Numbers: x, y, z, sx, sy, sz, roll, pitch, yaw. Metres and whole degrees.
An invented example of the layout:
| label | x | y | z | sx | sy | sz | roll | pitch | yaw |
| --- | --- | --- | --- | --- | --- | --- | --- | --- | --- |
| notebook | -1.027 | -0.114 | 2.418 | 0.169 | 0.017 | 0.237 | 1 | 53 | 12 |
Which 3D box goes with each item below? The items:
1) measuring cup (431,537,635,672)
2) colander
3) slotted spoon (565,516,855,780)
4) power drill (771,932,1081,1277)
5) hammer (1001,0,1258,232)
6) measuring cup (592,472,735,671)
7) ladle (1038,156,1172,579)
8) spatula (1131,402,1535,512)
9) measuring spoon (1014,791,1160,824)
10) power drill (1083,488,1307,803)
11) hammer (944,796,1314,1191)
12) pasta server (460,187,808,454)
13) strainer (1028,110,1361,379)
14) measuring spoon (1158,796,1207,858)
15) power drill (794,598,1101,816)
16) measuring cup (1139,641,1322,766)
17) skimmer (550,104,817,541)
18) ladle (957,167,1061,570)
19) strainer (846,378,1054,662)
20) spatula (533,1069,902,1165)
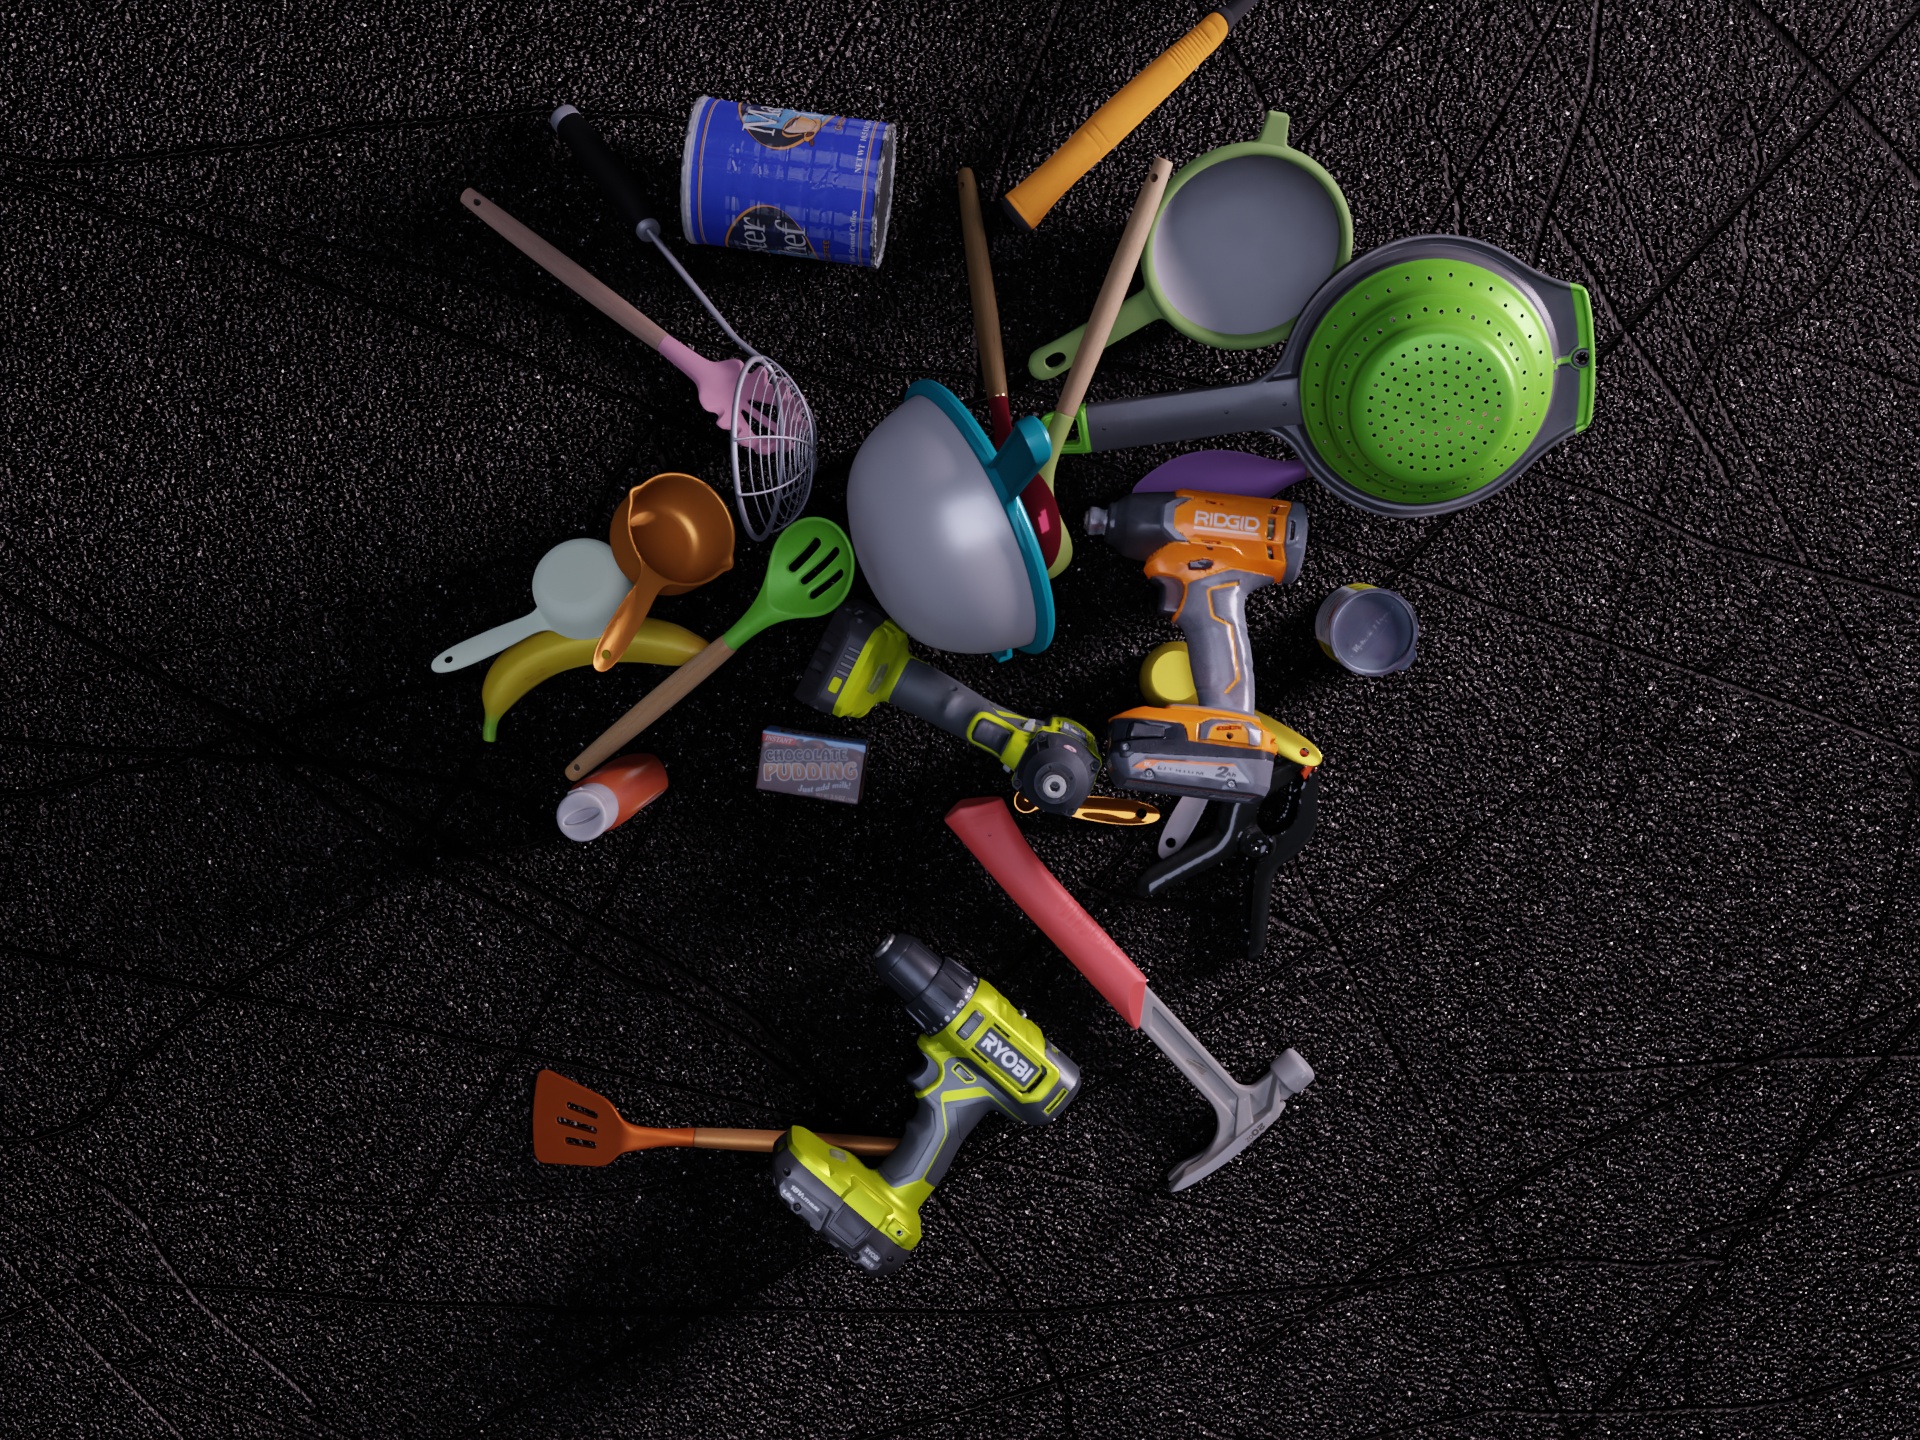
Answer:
| label | x | y | z | sx | sy | sz | roll | pitch | yaw |
| --- | --- | --- | --- | --- | --- | --- | --- | --- | --- |
| measuring cup | -0.329 | -0.083 | 1.209 | 0.167 | 0.038 | 0.083 | -27 | 66 | -10 |
| colander | 0.249 | -0.222 | 1.134 | 0.397 | 0.094 | 0.204 | -6 | 113 | 14 |
| slotted spoon | -0.195 | -0.046 | 1.216 | 0.313 | 0.031 | 0.070 | -38 | 84 | 20 |
| power drill | -0.044 | 0.300 | 1.256 | 0.190 | 0.080 | 0.228 | 42 | 87 | -5 |
| hammer | 0.162 | -0.475 | 1.134 | 0.337 | 0.127 | 0.034 | -40 | 94 | 13 |
| measuring cup | -0.237 | -0.104 | 1.187 | 0.095 | 0.052 | 0.174 | 37 | 63 | -23 |
| ladle | 0.091 | -0.248 | 1.160 | 0.078 | 0.062 | 0.320 | 29 | 110 | 21 |
| spatula | 0.286 | -0.201 | 1.211 | 0.316 | 0.018 | 0.060 | -14 | 97 | 5 |
| measuring spoon | 0.100 | 0.068 | 1.263 | 0.117 | 0.011 | 0.021 | 6 | 99 | -3 |
| power drill | 0.164 | -0.061 | 1.176 | 0.164 | 0.084 | 0.226 | 7 | 81 | 1 |
| hammer | 0.112 | 0.205 | 1.268 | 0.149 | 0.037 | 0.359 | -42 | 95 | 7 |
| pasta server | -0.248 | -0.305 | 1.204 | 0.316 | 0.040 | 0.060 | 37 | 86 | -2 |
| strainer | 0.162 | -0.331 | 1.180 | 0.256 | 0.069 | 0.151 | -26 | 120 | 23 |
| measuring spoon | 0.188 | 0.055 | 1.256 | 0.034 | 0.018 | 0.124 | 29 | 105 | 6 |
| power drill | -0.002 | -0.004 | 1.175 | 0.223 | 0.171 | 0.080 | 27 | 98 | 1 |
| measuring cup | 0.208 | -0.009 | 1.219 | 0.156 | 0.029 | 0.062 | 31 | 89 | 10 |
| skimmer | -0.216 | -0.294 | 1.151 | 0.090 | 0.127 | 0.363 | -37 | 77 | 1 |
| ladle | 0.026 | -0.259 | 1.163 | 0.069 | 0.031 | 0.315 | -19 | 75 | 45 |
| strainer | -0.014 | -0.132 | 1.063 | 0.095 | 0.340 | 0.211 | -26 | 89 | -10 |
| spatula | -0.193 | 0.339 | 1.306 | 0.322 | 0.041 | 0.081 | 4 | 98 | -3 |
